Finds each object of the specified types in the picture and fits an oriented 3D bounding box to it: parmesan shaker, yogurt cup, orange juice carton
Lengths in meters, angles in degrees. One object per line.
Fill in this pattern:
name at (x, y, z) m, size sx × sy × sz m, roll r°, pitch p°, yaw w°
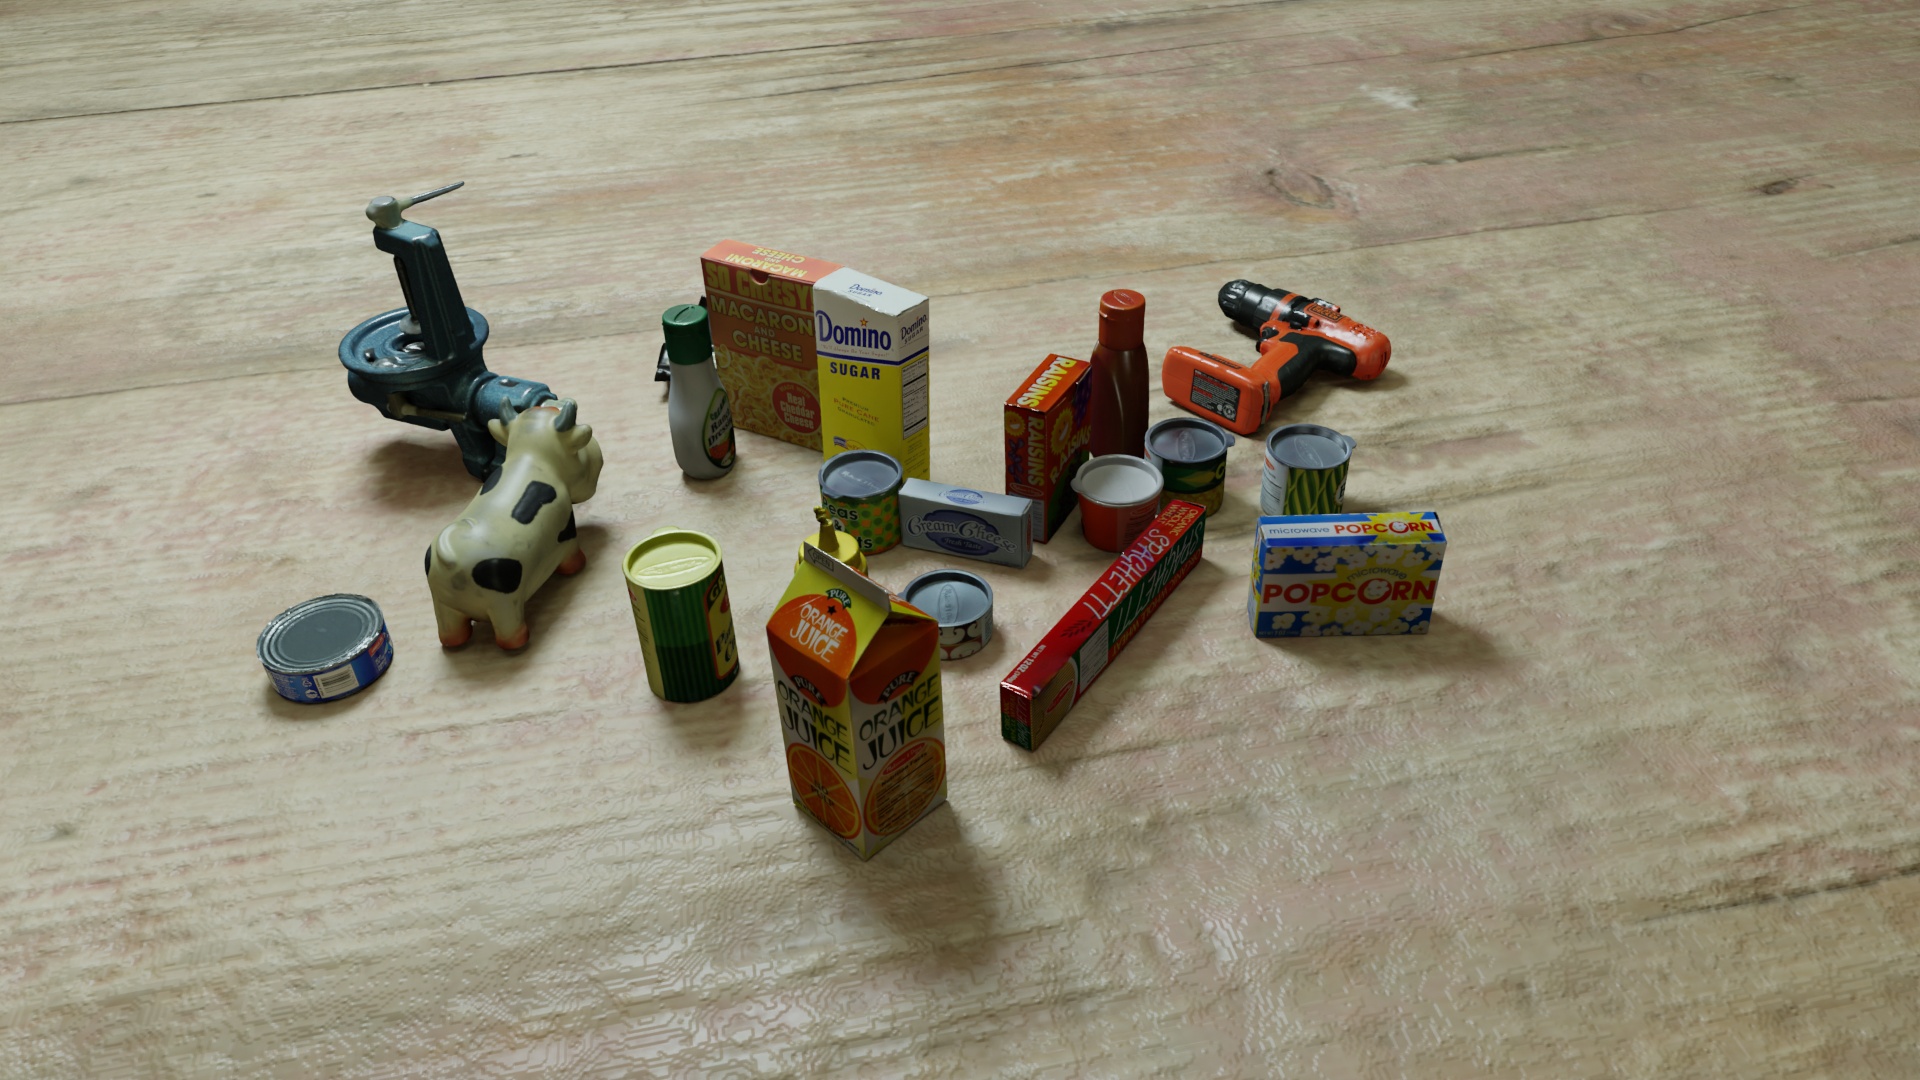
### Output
parmesan shaker at (-0.191, 0.051, 0.958) m, size 0.071 × 0.102 × 0.072 m, roll -2°, pitch 37°, yaw 1°
yogurt cup at (0.123, -0.027, 1.085) m, size 0.072 × 0.053 × 0.073 m, roll -1°, pitch 37°, yaw 1°
orange juice carton at (-0.060, 0.090, 0.824) m, size 0.072 × 0.191 × 0.073 m, roll 30°, pitch 47°, yaw 35°

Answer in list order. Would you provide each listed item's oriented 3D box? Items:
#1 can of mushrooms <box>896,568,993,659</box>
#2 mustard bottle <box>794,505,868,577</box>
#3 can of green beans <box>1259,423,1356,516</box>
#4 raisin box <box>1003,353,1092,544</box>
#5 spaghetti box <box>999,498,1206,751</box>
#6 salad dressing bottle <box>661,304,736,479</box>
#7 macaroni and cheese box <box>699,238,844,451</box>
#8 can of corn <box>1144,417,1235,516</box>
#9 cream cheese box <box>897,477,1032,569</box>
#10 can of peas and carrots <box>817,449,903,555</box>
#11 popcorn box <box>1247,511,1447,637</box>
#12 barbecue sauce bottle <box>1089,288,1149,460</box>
can of mushrooms at (-0.011, 0.053, 1.003) m, size 0.071 × 0.033 × 0.071 m, roll -1°, pitch 37°, yaw 1°
mustard bottle at (-0.082, 0.045, 0.912) m, size 0.049 × 0.159 × 0.065 m, roll -2°, pitch 37°, yaw 0°
can of green beans at (0.274, -0.052, 1.106) m, size 0.071 × 0.057 × 0.071 m, roll -1°, pitch 37°, yaw 1°
raisin box at (0.069, -0.072, 1.090) m, size 0.040 × 0.122 × 0.086 m, roll 17°, pitch 41°, yaw 24°
spaghetti box at (0.106, 0.053, 0.983) m, size 0.029 × 0.050 × 0.251 m, roll 21°, pitch 43°, yaw 28°
salad dressing bottle at (-0.219, -0.123, 1.153) m, size 0.044 × 0.146 × 0.064 m, roll 11°, pitch 39°, yaw 17°
macaroni and cheese box at (-0.153, -0.164, 1.189) m, size 0.124 × 0.165 × 0.040 m, roll 17°, pitch 41°, yaw 24°
can of corn at (0.183, -0.057, 1.118) m, size 0.071 × 0.058 × 0.071 m, roll -1°, pitch 37°, yaw 1°
cream cheese box at (0.004, -0.013, 1.074) m, size 0.104 × 0.053 × 0.024 m, roll 11°, pitch 39°, yaw 17°
can of peas and carrots at (-0.078, -0.029, 1.094) m, size 0.071 × 0.058 × 0.071 m, roll -1°, pitch 37°, yaw 1°
popcorn box at (0.271, 0.024, 0.982) m, size 0.127 × 0.084 × 0.038 m, roll -2°, pitch 37°, yaw 1°
barbecue sauce bottle at (0.131, -0.134, 1.148) m, size 0.044 × 0.147 × 0.065 m, roll -18°, pitch 39°, yaw -19°
